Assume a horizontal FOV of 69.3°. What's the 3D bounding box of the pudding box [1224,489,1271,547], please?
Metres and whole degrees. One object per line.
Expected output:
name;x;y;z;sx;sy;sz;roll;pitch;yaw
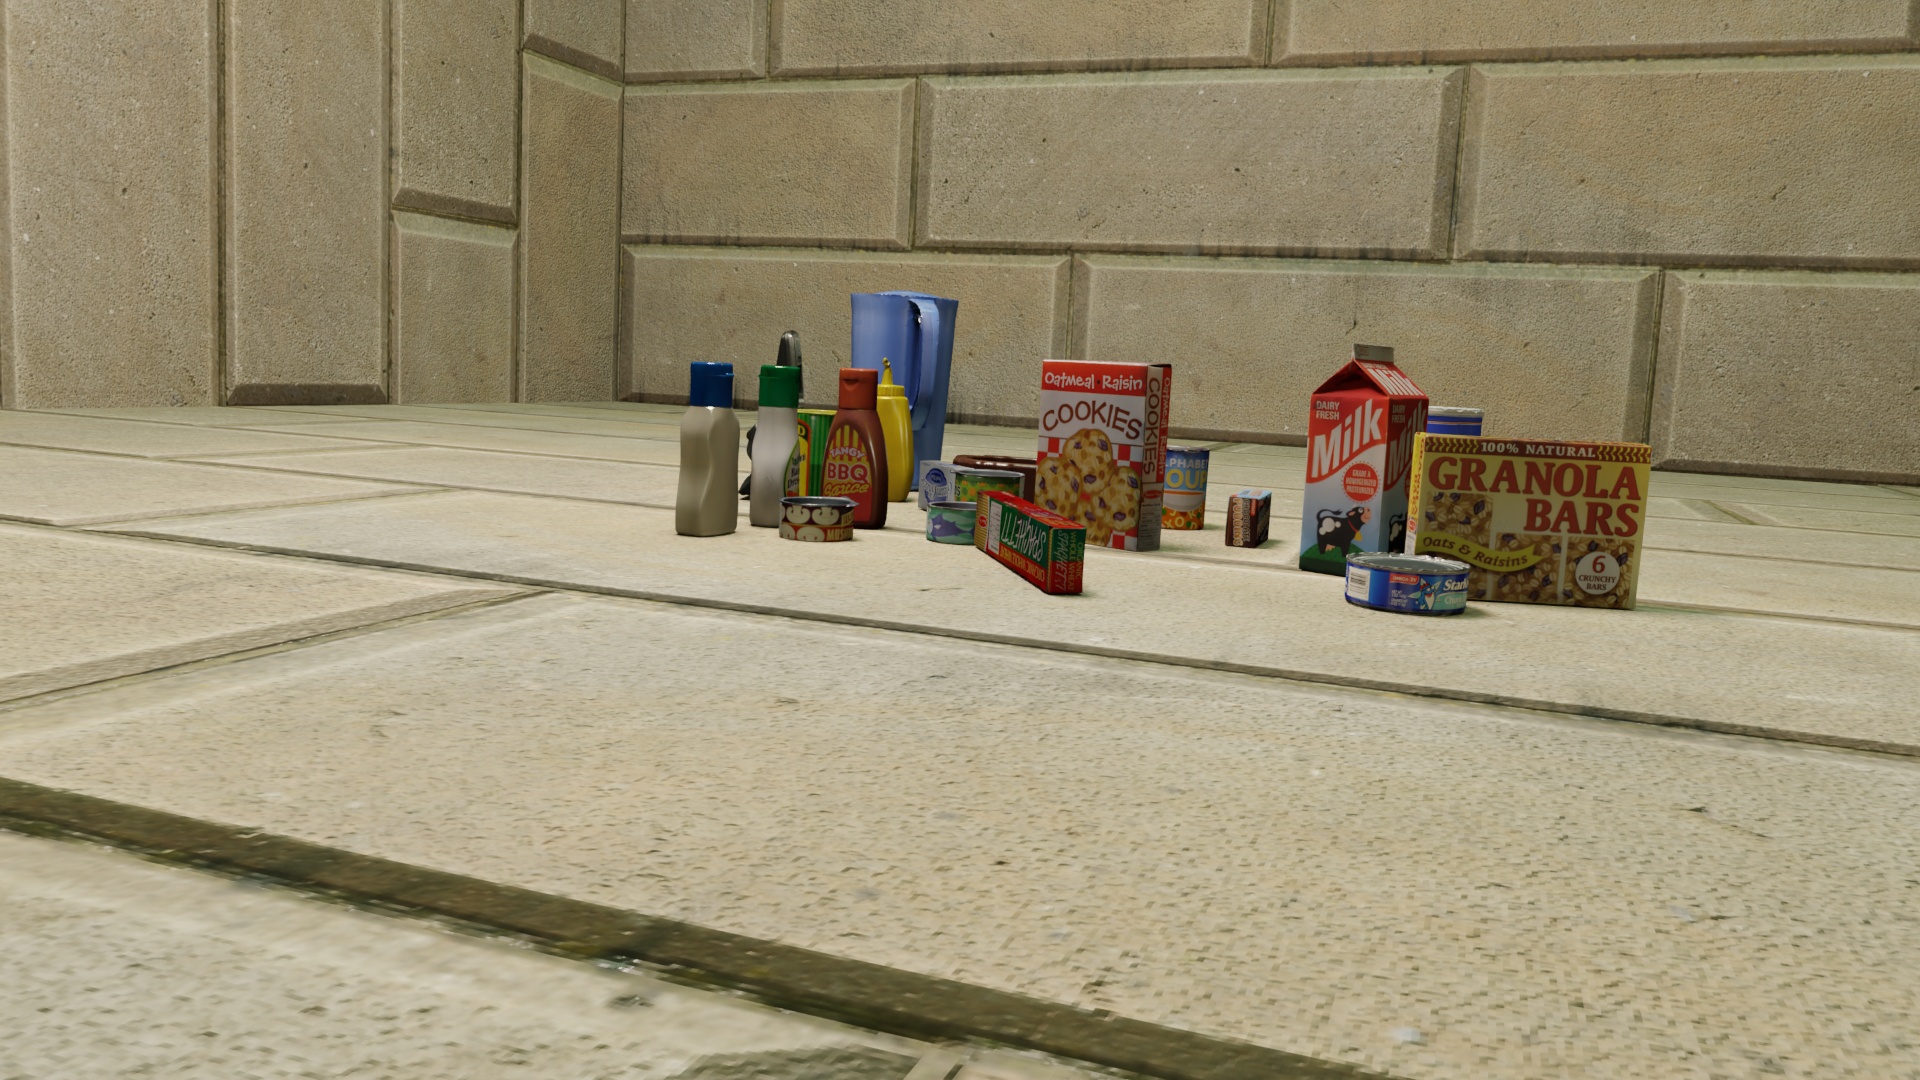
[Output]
pudding box;0.277;-0.022;1.335;0.030;0.049;0.084;5;7;20

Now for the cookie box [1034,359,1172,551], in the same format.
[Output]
cookie box;0.129;-0.081;1.272;0.123;0.167;0.040;9;9;43

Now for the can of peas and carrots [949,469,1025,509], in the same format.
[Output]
can of peas and carrots;0.024;-0.035;1.303;0.071;0.058;0.071;3;7;0

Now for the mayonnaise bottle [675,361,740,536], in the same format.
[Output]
mayonnaise bottle;-0.217;-0.079;1.199;0.041;0.148;0.065;5;7;21

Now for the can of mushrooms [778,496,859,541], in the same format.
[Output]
can of mushrooms;-0.124;-0.019;1.215;0.071;0.033;0.071;3;7;0

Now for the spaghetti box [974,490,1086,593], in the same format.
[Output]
spaghetti box;0.050;-0.002;1.088;0.029;0.050;0.250;2;7;-12

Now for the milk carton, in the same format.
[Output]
milk carton;0.336;-0.067;1.152;0.073;0.190;0.072;9;9;43

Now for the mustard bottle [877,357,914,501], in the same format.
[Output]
mustard bottle;-0.083;-0.125;1.560;0.065;0.160;0.049;4;7;7

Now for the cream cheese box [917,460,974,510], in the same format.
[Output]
cream cheese box;-0.015;-0.053;1.448;0.024;0.053;0.104;0;8;-23

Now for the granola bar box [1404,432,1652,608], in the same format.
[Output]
granola bar box;0.426;-0.016;1.052;0.166;0.124;0.039;3;7;3

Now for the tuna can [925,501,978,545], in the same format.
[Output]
tuna can;0.004;-0.016;1.242;0.071;0.032;0.071;3;7;0

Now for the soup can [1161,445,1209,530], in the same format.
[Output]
soup can;0.224;-0.055;1.442;0.071;0.083;0.071;3;7;0

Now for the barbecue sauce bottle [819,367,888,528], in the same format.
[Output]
barbecue sauce bottle;-0.098;-0.087;1.303;0.065;0.148;0.044;5;7;21

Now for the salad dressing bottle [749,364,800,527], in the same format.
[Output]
salad dressing bottle;-0.169;-0.087;1.282;0.044;0.147;0.064;4;7;7

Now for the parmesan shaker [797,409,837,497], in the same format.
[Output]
parmesan shaker;-0.143;-0.080;1.408;0.071;0.103;0.071;3;7;0
